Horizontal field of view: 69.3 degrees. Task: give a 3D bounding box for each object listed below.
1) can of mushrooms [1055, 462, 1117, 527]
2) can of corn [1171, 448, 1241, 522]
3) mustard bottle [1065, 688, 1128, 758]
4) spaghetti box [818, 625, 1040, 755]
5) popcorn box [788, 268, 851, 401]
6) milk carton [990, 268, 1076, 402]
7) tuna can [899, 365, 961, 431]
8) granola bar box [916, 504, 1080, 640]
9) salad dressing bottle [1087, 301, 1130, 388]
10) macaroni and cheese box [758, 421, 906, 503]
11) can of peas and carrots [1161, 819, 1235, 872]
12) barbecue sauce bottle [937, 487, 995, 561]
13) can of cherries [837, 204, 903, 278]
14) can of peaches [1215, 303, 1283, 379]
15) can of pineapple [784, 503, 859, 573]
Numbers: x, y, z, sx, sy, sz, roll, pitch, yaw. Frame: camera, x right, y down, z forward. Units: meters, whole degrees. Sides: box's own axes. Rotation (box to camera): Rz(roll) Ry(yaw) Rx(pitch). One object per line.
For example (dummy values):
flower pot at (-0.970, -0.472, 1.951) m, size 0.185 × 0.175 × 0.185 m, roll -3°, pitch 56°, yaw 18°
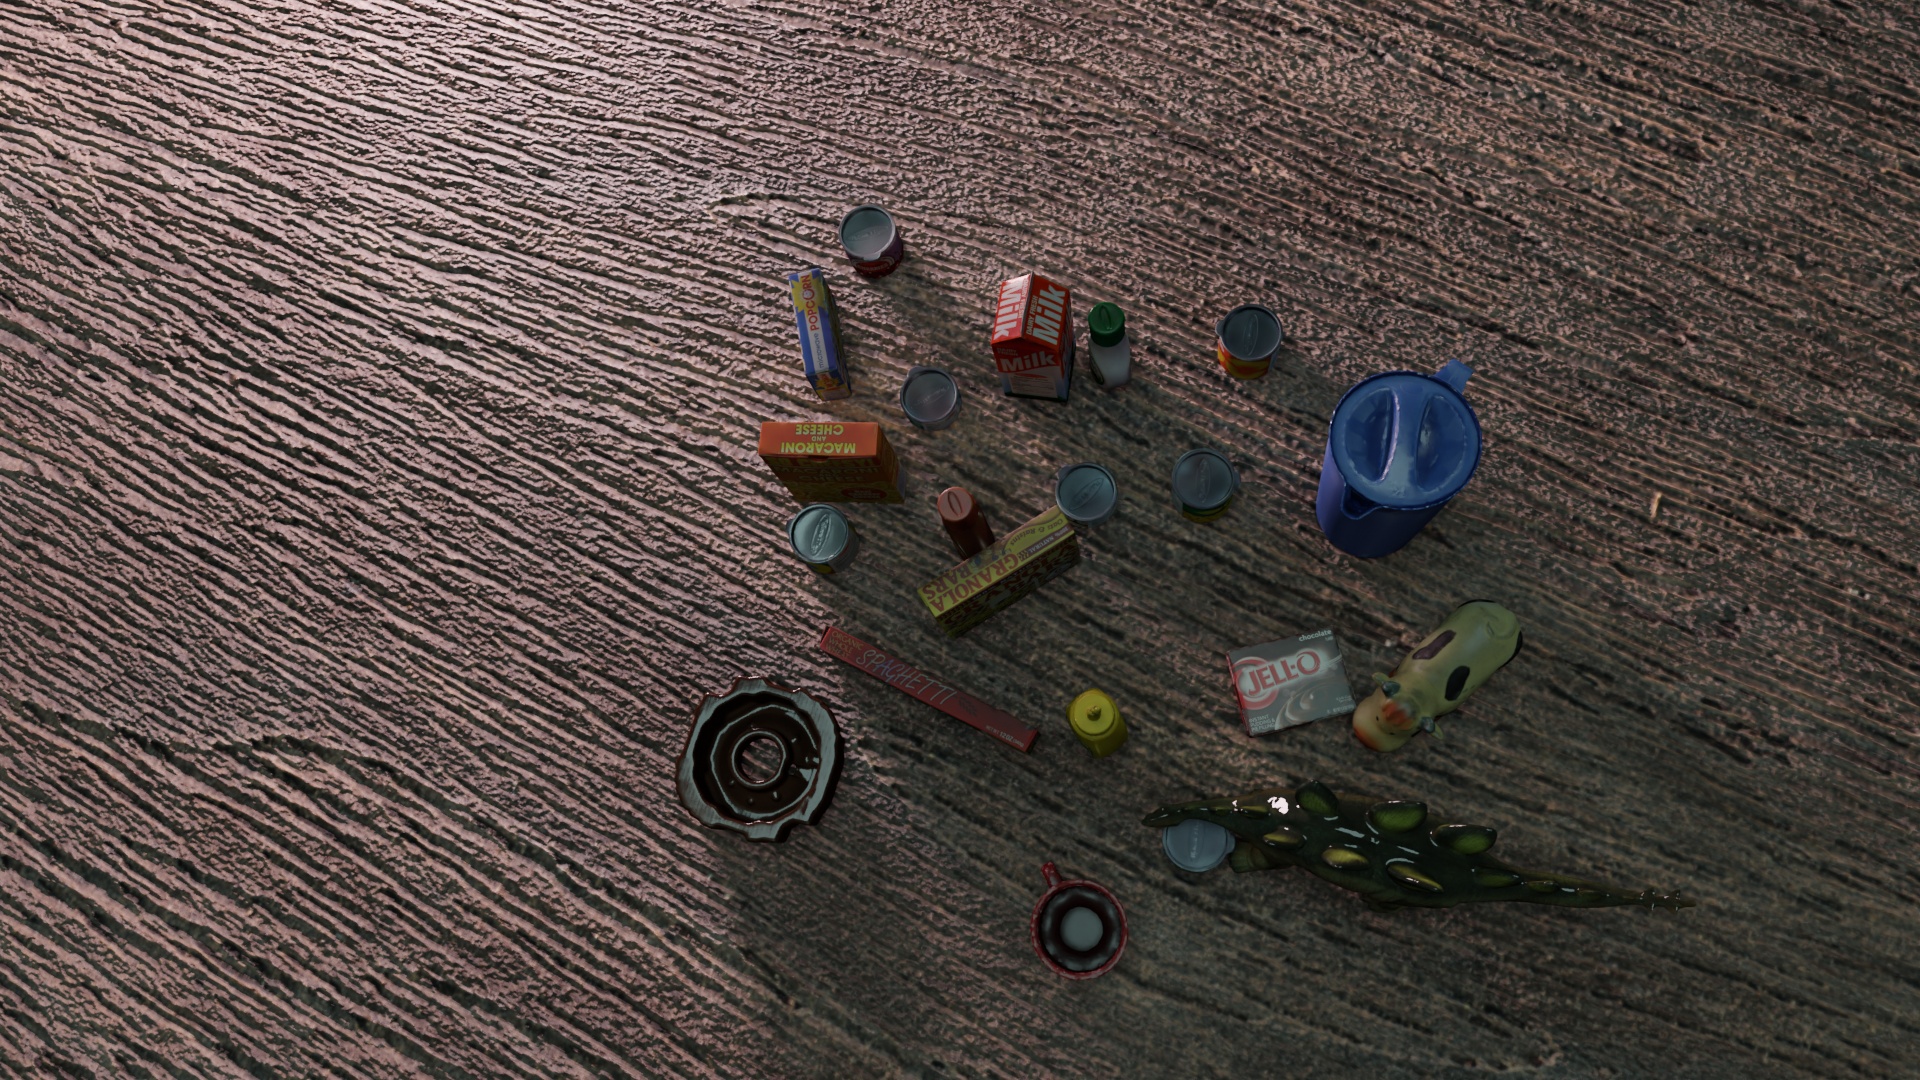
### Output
can of mushrooms at (0.134, -0.050, 1.494) m, size 0.071 × 0.033 × 0.071 m, roll -2°, pitch 75°, yaw 7°
can of corn at (0.258, -0.057, 1.466) m, size 0.071 × 0.058 × 0.071 m, roll -2°, pitch 75°, yaw 7°
mustard bottle at (0.132, 0.176, 1.366) m, size 0.049 × 0.160 × 0.065 m, roll -36°, pitch 74°, yaw -2°
spaghetti box at (-0.034, 0.156, 1.452) m, size 0.250 × 0.050 × 0.029 m, roll 25°, pitch 80°, yaw 13°
popcorn box at (-0.157, -0.229, 1.555) m, size 0.038 × 0.085 × 0.127 m, roll -13°, pitch 74°, yaw 4°
milk carton at (0.078, -0.214, 1.464) m, size 0.073 × 0.190 × 0.072 m, roll 8°, pitch 77°, yaw 10°
tuna can at (-0.034, -0.159, 1.547) m, size 0.071 × 0.032 × 0.071 m, roll -2°, pitch 75°, yaw 7°
granola bar box at (0.044, 0.036, 1.435) m, size 0.165 × 0.124 × 0.039 m, roll -32°, pitch 74°, yaw -1°
salad dressing bottle at (0.157, -0.208, 1.474) m, size 0.044 × 0.147 × 0.064 m, roll -16°, pitch 74°, yaw 4°
macaroni and cheese box at (-0.131, -0.080, 1.469) m, size 0.124 × 0.166 × 0.040 m, roll 1°, pitch 76°, yaw 8°
can of peas and carrots at (0.235, 0.295, 1.373) m, size 0.071 × 0.058 × 0.071 m, roll -2°, pitch 75°, yaw 7°
barbecue sauce bottle at (0.005, -0.018, 1.443) m, size 0.044 × 0.148 × 0.065 m, roll -24°, pitch 74°, yaw 1°
can of cherries at (-0.102, -0.339, 1.592) m, size 0.071 × 0.058 × 0.071 m, roll -2°, pitch 75°, yaw 7°
can of peaches at (0.310, -0.215, 1.502) m, size 0.071 × 0.058 × 0.071 m, roll -2°, pitch 75°, yaw 7°
can of pineapple at (-0.149, -0.002, 1.506) m, size 0.071 × 0.057 × 0.071 m, roll -2°, pitch 75°, yaw 7°
